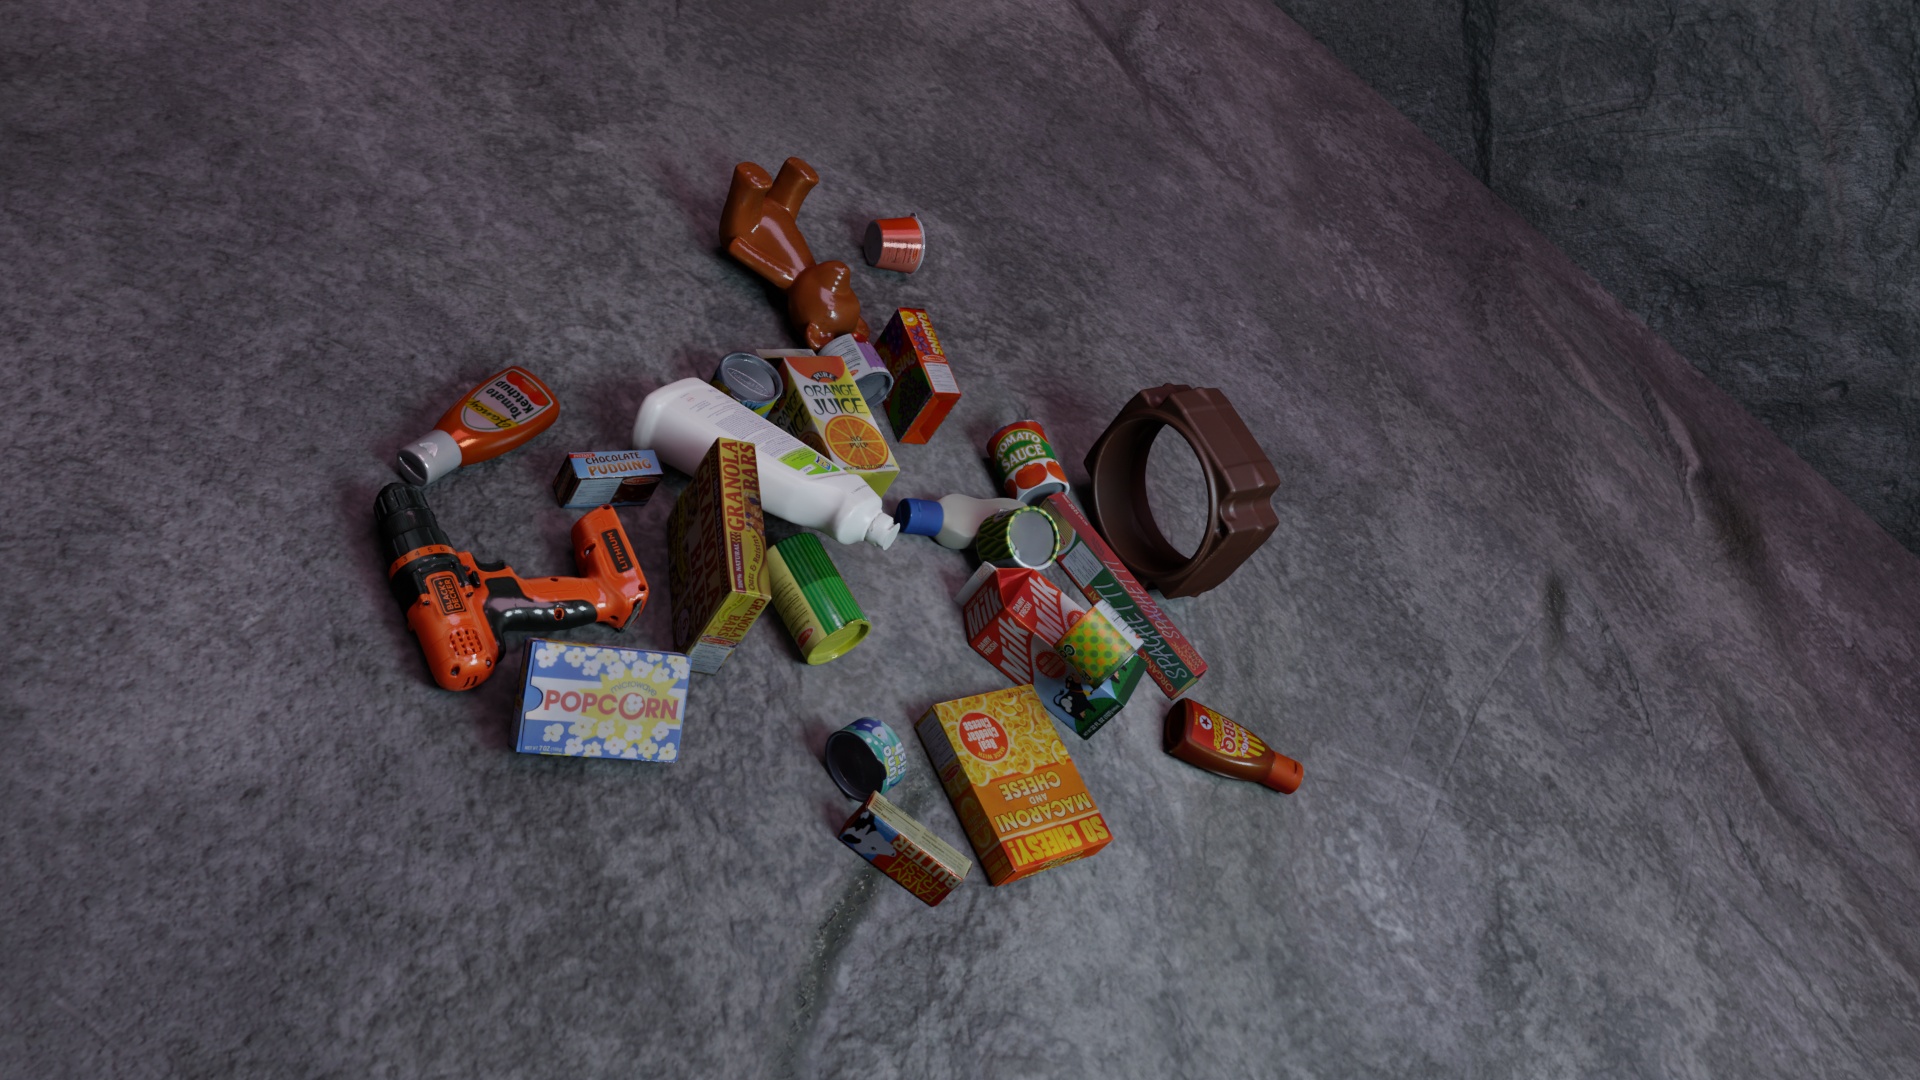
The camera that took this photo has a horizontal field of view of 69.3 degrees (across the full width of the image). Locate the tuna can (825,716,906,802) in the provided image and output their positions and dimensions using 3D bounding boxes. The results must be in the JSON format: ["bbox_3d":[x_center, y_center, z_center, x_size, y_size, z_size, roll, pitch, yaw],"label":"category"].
[{"bbox_3d":[-0.078,0.185,1.175,0.033,0.070,0.071,-26,72,-46],"label":"tuna can"}]

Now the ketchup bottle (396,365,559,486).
[{"bbox_3d":[-0.418,-0.096,1.199,0.065,0.043,0.149,41,42,2],"label":"ketchup bottle"}]

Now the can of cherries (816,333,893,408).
[{"bbox_3d":[-0.113,-0.177,1.474,0.072,0.071,0.058,-12,61,-41],"label":"can of cherries"}]

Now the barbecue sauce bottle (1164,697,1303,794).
[{"bbox_3d":[0.281,0.217,1.424,0.148,0.043,0.065,26,42,-15],"label":"barbecue sauce bottle"}]

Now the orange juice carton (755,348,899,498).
[{"bbox_3d":[-0.142,-0.121,1.396,0.072,0.072,0.193,-6,58,-39],"label":"orange juice carton"}]

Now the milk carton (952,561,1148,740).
[{"bbox_3d":[0.082,0.099,1.363,0.190,0.072,0.074,39,42,0],"label":"milk carton"}]

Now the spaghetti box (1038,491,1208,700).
[{"bbox_3d":[0.165,0.058,1.476,0.029,0.050,0.250,-26,72,-45],"label":"spaghetti box"}]

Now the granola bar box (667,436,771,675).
[{"bbox_3d":[-0.210,0.013,1.192,0.039,0.123,0.166,12,48,-29],"label":"granola bar box"}]

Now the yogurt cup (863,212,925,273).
[{"bbox_3d":[-0.080,-0.352,1.652,0.054,0.072,0.072,-3,56,-28],"label":"yogurt cup"}]

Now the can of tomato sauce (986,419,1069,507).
[{"bbox_3d":[0.073,-0.080,1.517,0.071,0.070,0.083,-1,56,-36],"label":"can of tomato sauce"}]

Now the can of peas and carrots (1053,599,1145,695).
[{"bbox_3d":[0.127,0.099,1.295,0.059,0.070,0.071,47,42,7],"label":"can of peas and carrots"}]

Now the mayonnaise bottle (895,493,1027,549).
[{"bbox_3d":[0.005,-0.018,1.436,0.148,0.041,0.065,7,56,-30],"label":"mayonnaise bottle"}]

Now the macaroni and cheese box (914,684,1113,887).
[{"bbox_3d":[0.048,0.219,1.259,0.124,0.040,0.167,-6,58,-39],"label":"macaroni and cheese box"}]

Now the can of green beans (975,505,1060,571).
[{"bbox_3d":[0.058,0.001,1.401,0.071,0.057,0.071,5,80,-30],"label":"can of green beans"}]

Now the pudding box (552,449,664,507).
[{"bbox_3d":[-0.312,-0.054,1.234,0.084,0.049,0.030,-5,59,-37],"label":"pudding box"}]

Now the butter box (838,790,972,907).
[{"bbox_3d":[-0.046,0.256,1.149,0.103,0.053,0.024,37,39,-3],"label":"butter box"}]

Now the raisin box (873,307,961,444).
[{"bbox_3d":[-0.051,-0.178,1.501,0.040,0.085,0.124,-1,55,-34],"label":"raisin box"}]

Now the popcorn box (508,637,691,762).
[{"bbox_3d":[-0.278,0.124,1.078,0.127,0.038,0.085,9,88,-30],"label":"popcorn box"}]

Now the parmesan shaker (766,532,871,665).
[{"bbox_3d":[-0.132,0.050,1.254,0.071,0.071,0.103,-14,63,-42],"label":"parmesan shaker"}]

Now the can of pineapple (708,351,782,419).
[{"bbox_3d":[-0.218,-0.143,1.372,0.071,0.057,0.071,19,45,-21],"label":"can of pineapple"}]
